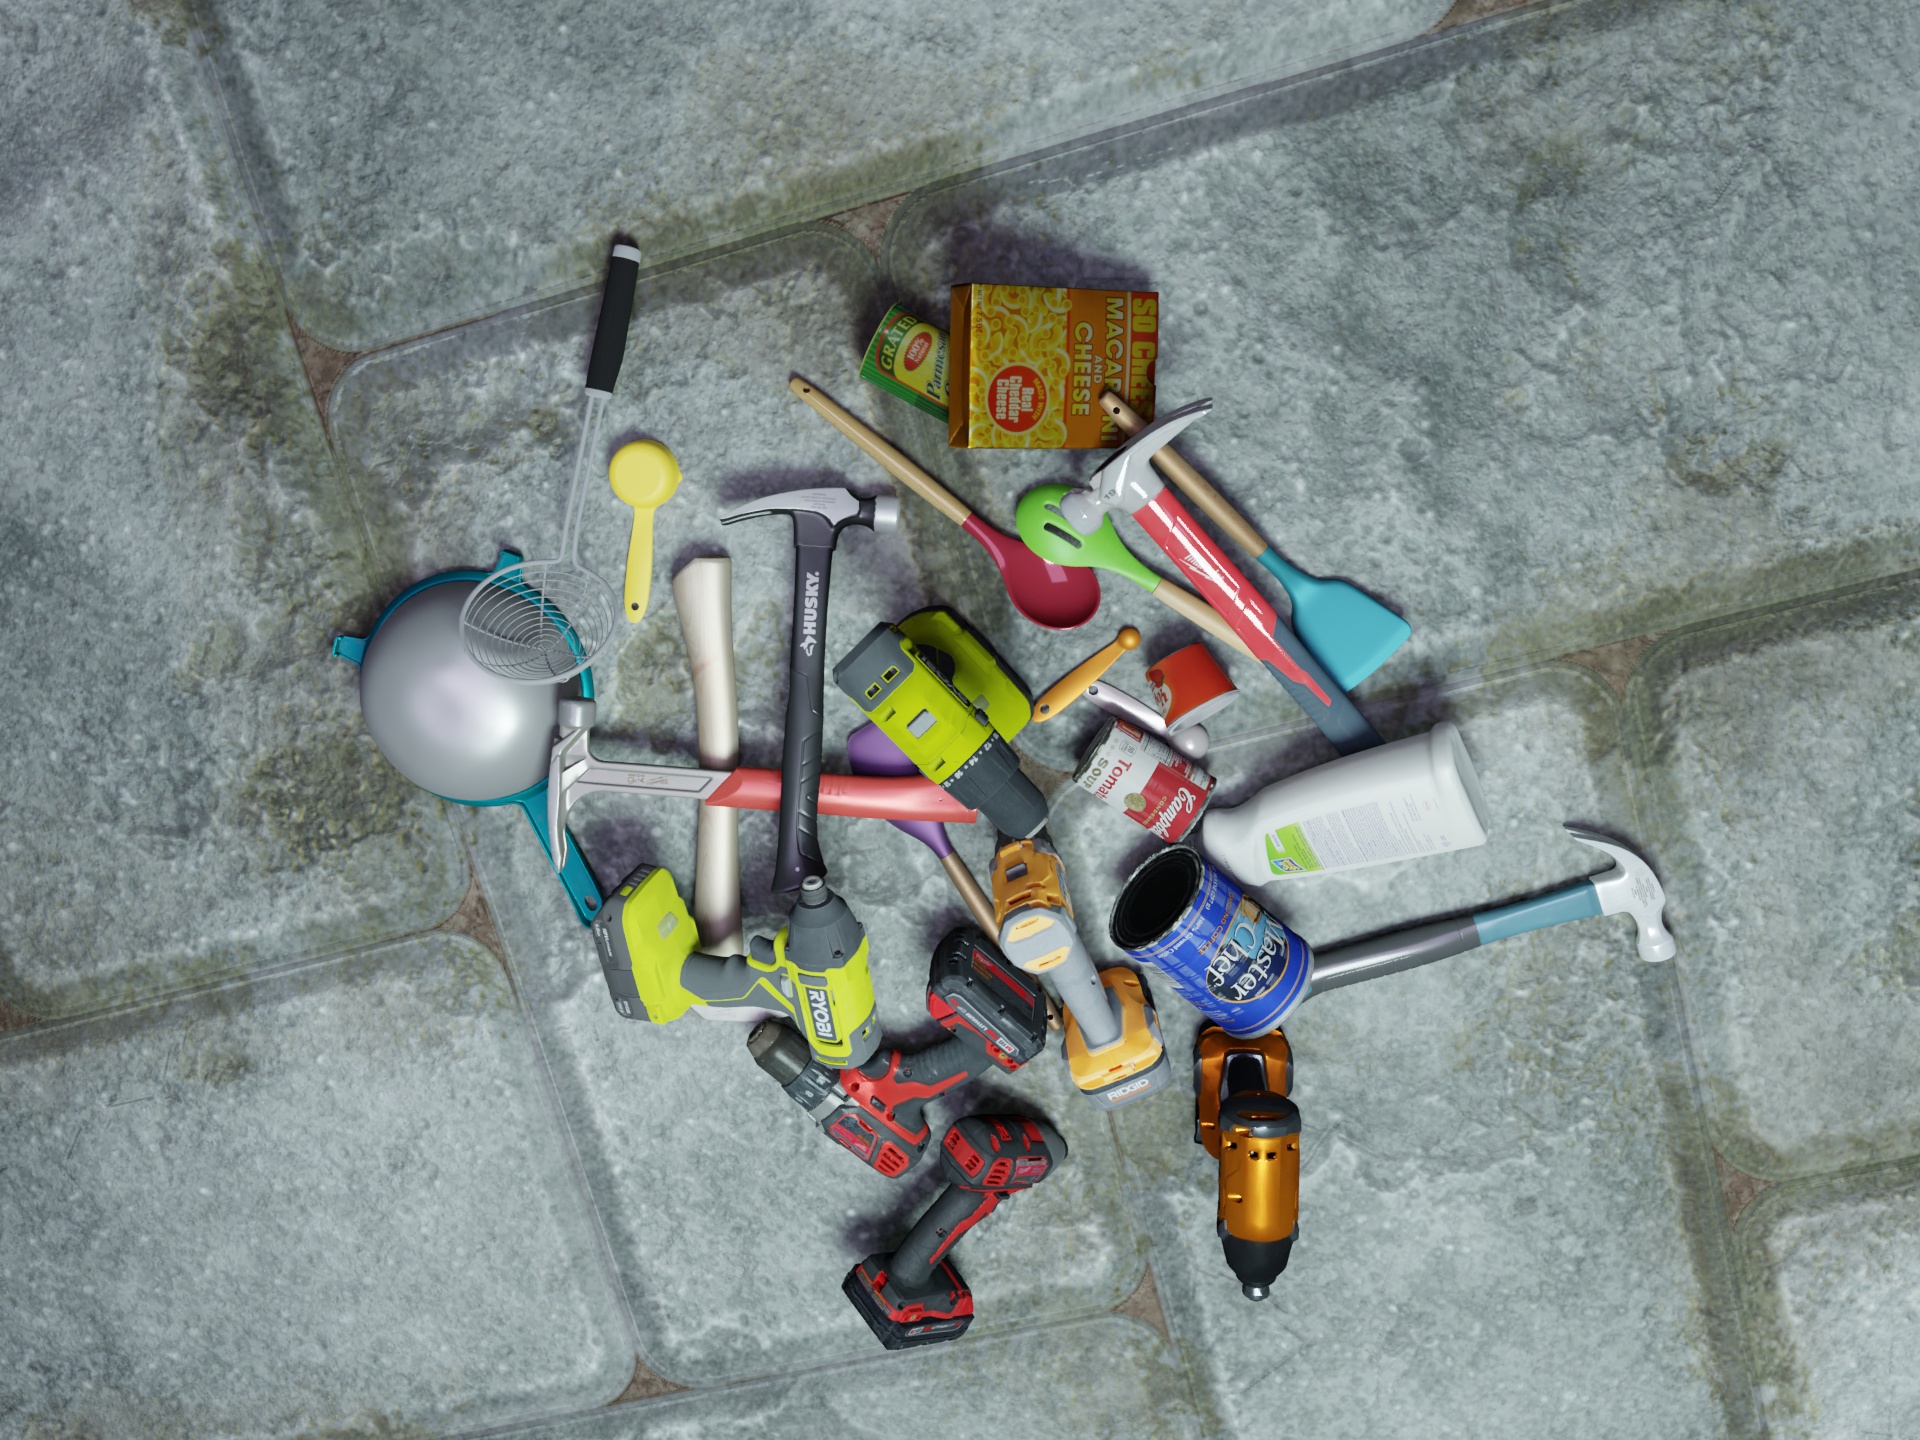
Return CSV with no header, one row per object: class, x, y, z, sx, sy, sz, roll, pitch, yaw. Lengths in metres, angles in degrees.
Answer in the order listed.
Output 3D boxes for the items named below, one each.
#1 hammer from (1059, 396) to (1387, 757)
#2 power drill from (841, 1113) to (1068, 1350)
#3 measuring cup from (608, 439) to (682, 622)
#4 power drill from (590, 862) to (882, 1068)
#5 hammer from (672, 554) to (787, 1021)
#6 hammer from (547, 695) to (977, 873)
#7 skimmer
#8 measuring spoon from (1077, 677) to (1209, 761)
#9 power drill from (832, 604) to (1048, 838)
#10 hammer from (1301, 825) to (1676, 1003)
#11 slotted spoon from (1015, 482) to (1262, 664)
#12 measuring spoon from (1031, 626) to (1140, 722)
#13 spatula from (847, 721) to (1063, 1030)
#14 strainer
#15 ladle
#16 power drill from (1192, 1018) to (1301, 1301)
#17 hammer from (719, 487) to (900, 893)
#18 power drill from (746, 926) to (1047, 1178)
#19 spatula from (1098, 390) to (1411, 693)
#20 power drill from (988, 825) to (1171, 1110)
hammer,0.257,-0.076,1.269,0.143,0.038,0.386,-37,106,24
power drill,0.004,0.438,1.393,0.079,0.143,0.219,42,106,38
measuring cup,-0.272,-0.158,1.342,0.062,0.029,0.156,7,100,4
power drill,-0.180,0.189,1.295,0.223,0.080,0.171,5,122,22
hammer,-0.201,0.063,1.379,0.146,0.038,0.410,1,101,4
hammer,-0.165,0.067,1.343,0.359,0.037,0.149,5,100,-3
skimmer,-0.313,-0.208,1.284,0.127,0.090,0.363,13,94,5
measuring spoon,0.153,-0.002,1.340,0.124,0.018,0.034,28,103,0
power drill,-0.002,-0.004,1.246,0.080,0.228,0.190,-44,95,12
hammer,0.423,0.182,1.344,0.331,0.033,0.128,-18,100,9
slotted spoon,0.184,-0.100,1.310,0.313,0.031,0.070,32,75,-5
measuring spoon,0.104,-0.038,1.336,0.117,0.011,0.021,-40,76,8
spatula,0.000,0.139,1.384,0.060,0.018,0.316,-32,96,8
strainer,-0.400,0.038,1.363,0.211,0.095,0.340,-25,97,10
ladle,-0.016,-0.182,1.314,0.315,0.031,0.069,39,77,0
power drill,0.235,0.351,1.297,0.084,0.226,0.164,0,102,6
hammer,-0.132,-0.025,1.306,0.146,0.035,0.335,4,88,-5
power drill,-0.056,0.279,1.372,0.187,0.080,0.226,41,112,-13
spatula,0.226,-0.150,1.271,0.317,0.044,0.082,40,109,-18
power drill,0.090,0.189,1.328,0.084,0.185,0.226,-25,117,10
